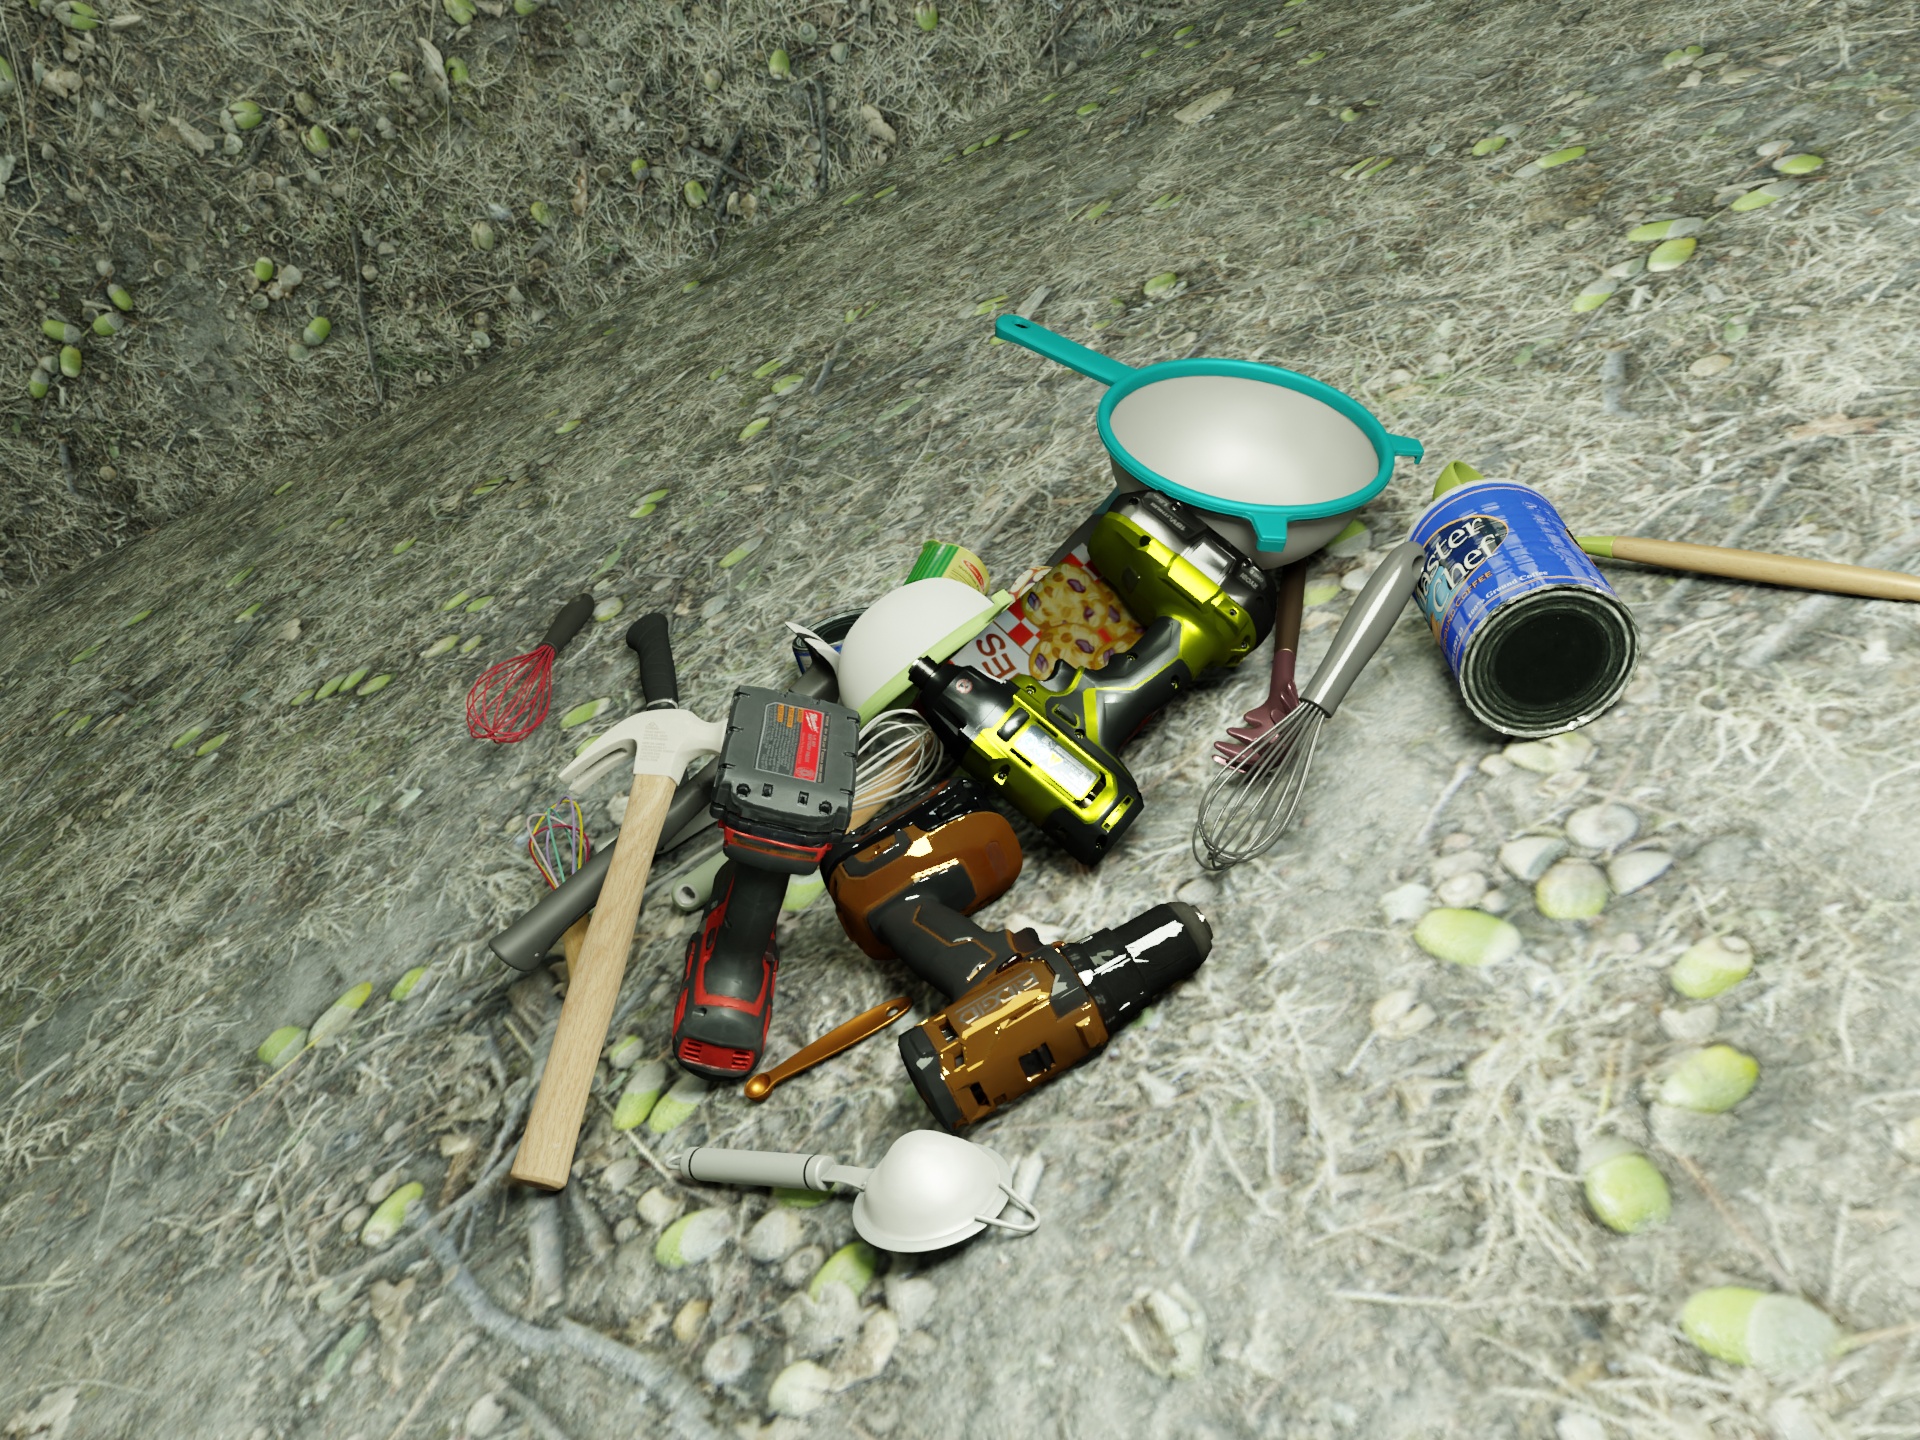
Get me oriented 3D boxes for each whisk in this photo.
[{"bbox_3d":[0.212,-0.011,0.955,0.239,0.055,0.055,-56,36,-8],"label":"whisk"},{"bbox_3d":[-0.302,0.136,1.220,0.047,0.051,0.245,-16,34,-11],"label":"whisk"},{"bbox_3d":[-0.112,0.068,1.133,0.246,0.058,0.059,-34,2,17],"label":"whisk"},{"bbox_3d":[-0.425,-0.060,1.604,0.073,0.073,0.296,-18,26,17],"label":"whisk"}]

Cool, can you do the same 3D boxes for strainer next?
[{"bbox_3d":[-0.081,-0.027,1.152,0.256,0.069,0.151,-36,-3,-8],"label":"strainer"},{"bbox_3d":[0.151,-0.202,1.181,0.341,0.095,0.211,33,47,30],"label":"strainer"},{"bbox_3d":[-0.072,0.248,0.871,0.258,0.050,0.087,-8,20,36],"label":"strainer"}]

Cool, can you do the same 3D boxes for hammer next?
[{"bbox_3d":[-0.258,-0.006,1.406,0.149,0.036,0.409,-27,30,-1],"label":"hammer"},{"bbox_3d":[0.112,-0.159,1.341,0.128,0.033,0.331,3,42,43],"label":"hammer"},{"bbox_3d":[-0.205,0.061,1.165,0.035,0.146,0.335,39,68,24],"label":"hammer"},{"bbox_3d":[-0.234,0.141,1.052,0.130,0.031,0.331,3,61,17],"label":"hammer"}]

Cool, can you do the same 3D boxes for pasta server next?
[{"bbox_3d":[0.222,-0.063,1.104,0.060,0.040,0.316,-42,17,36],"label":"pasta server"}]

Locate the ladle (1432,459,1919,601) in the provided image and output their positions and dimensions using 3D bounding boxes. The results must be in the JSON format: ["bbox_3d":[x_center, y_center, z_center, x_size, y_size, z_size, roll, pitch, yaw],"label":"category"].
[{"bbox_3d":[0.440,-0.117,0.996,0.320,0.078,0.062,18,96,46],"label":"ladle"}]

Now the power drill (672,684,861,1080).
[{"bbox_3d":[-0.128,0.089,1.004,0.080,0.226,0.188,13,32,-9],"label":"power drill"}]

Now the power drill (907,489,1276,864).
[{"bbox_3d":[0.088,-0.039,1.040,0.223,0.171,0.080,-48,-7,-22],"label":"power drill"}]

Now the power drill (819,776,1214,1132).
[{"bbox_3d":[0.027,0.121,0.945,0.185,0.084,0.226,-29,34,-8],"label":"power drill"}]

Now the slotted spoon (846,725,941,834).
[{"bbox_3d":[-0.002,-0.004,1.157,0.314,0.031,0.070,-45,38,-6],"label":"slotted spoon"}]

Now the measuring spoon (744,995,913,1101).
[{"bbox_3d":[-0.079,0.202,0.975,0.117,0.011,0.021,-29,30,-8],"label":"measuring spoon"}]

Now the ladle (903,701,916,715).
[{"bbox_3d":[-0.013,-0.009,1.224,0.316,0.031,0.069,10,47,49],"label":"ladle"}]
